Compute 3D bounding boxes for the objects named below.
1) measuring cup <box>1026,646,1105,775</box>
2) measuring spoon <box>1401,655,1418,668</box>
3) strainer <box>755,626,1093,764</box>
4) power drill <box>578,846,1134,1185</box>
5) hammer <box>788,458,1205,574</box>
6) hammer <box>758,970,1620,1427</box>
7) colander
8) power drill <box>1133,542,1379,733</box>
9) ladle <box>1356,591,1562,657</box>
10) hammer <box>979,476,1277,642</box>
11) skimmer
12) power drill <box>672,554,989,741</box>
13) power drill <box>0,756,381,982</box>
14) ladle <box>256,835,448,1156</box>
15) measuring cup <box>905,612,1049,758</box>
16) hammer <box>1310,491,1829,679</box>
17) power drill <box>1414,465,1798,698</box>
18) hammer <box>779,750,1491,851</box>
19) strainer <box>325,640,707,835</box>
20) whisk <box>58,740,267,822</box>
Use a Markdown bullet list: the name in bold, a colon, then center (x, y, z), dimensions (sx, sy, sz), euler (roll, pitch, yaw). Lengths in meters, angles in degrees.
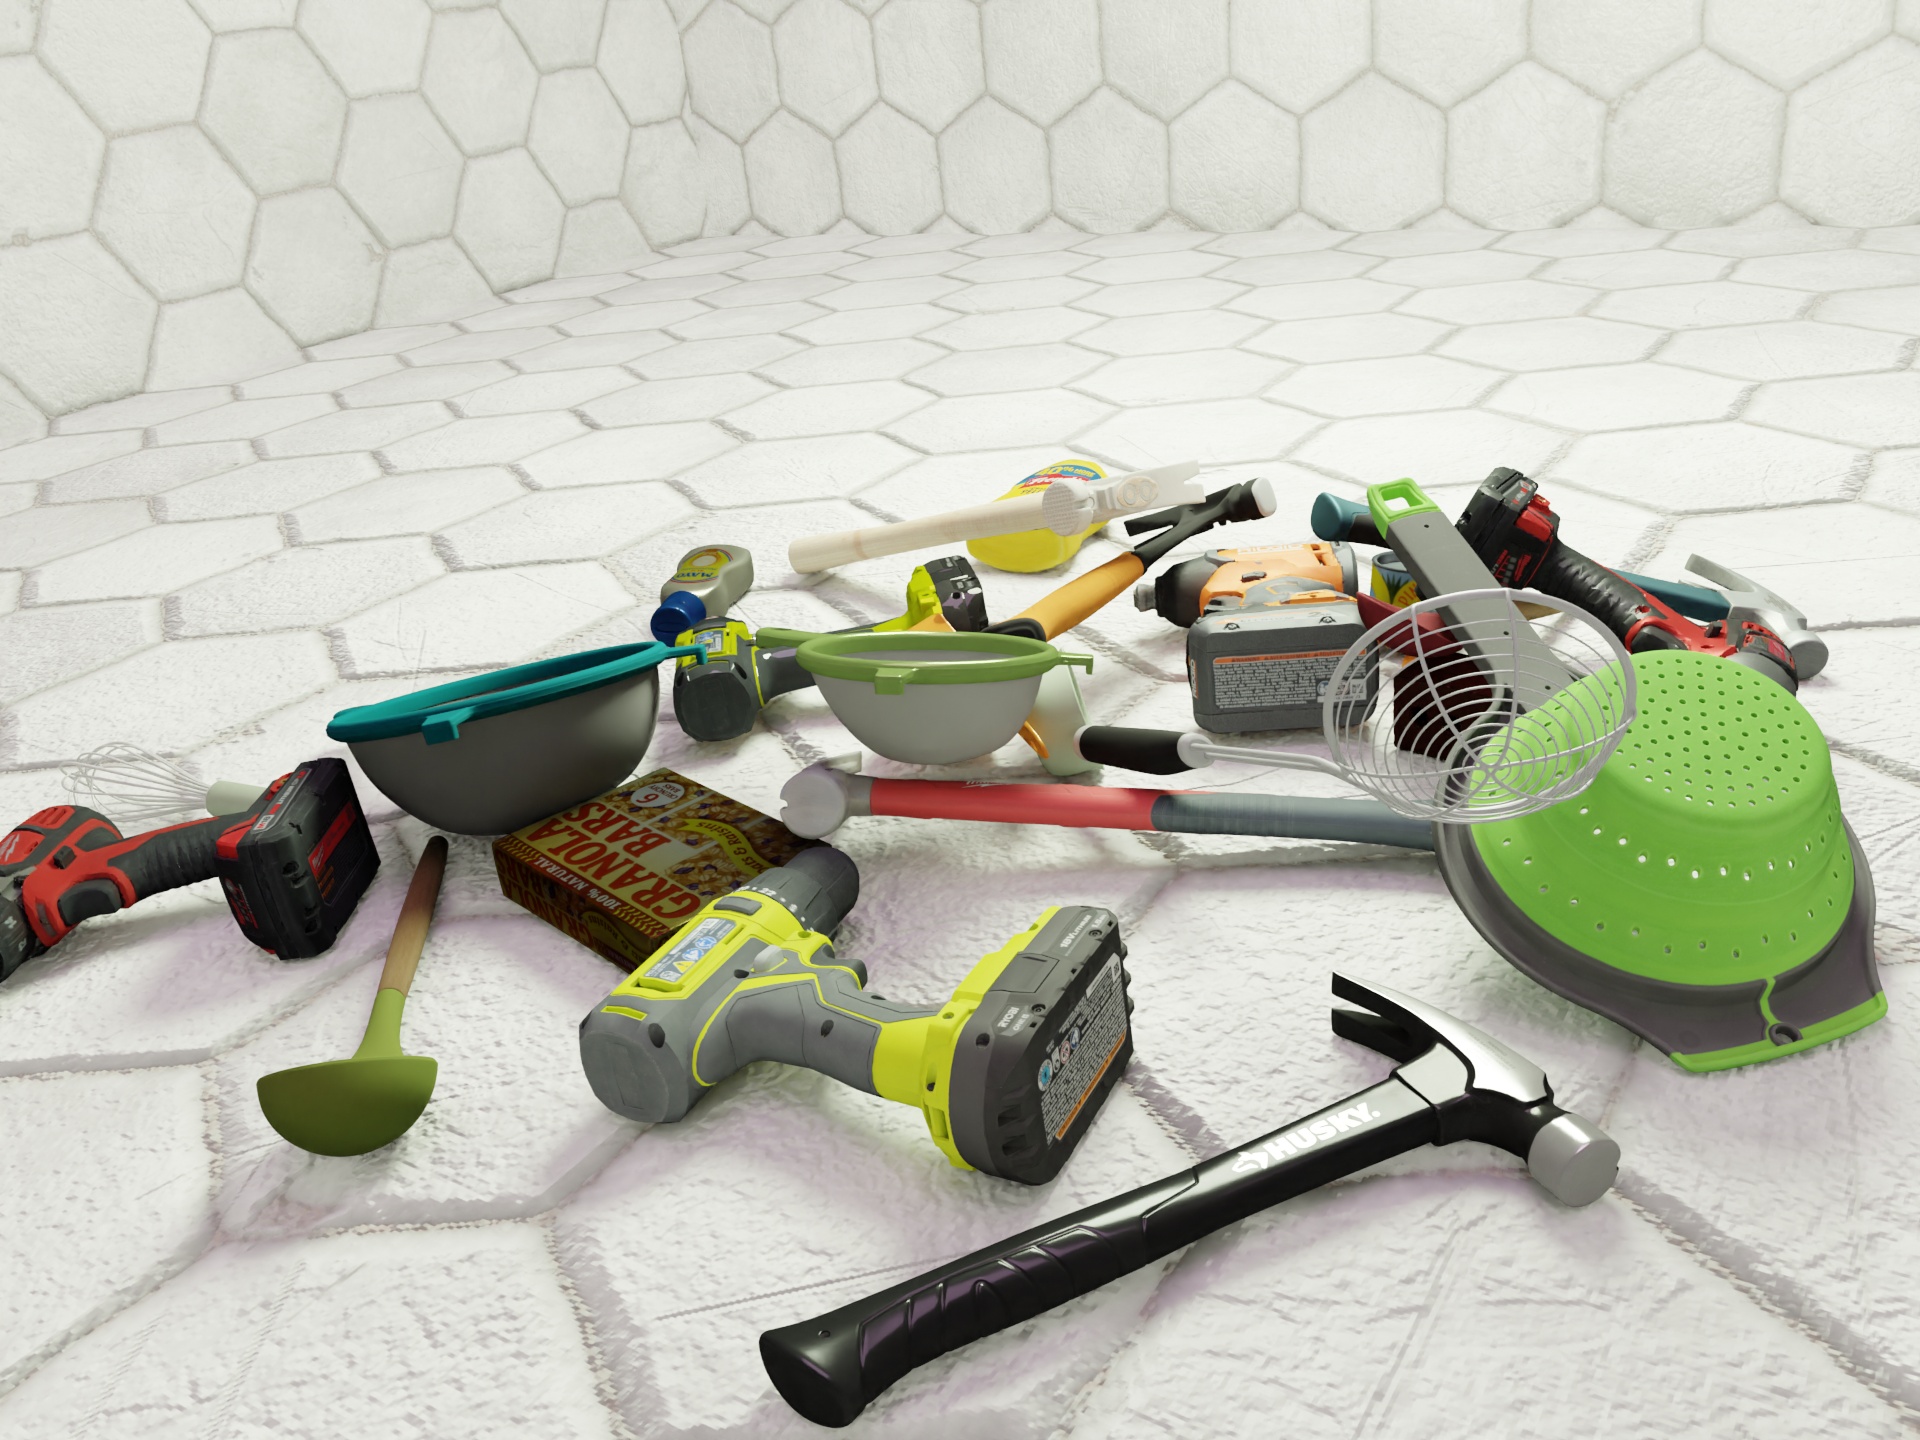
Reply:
- **measuring cup**: center (0.062, -0.009, 1.044), dimensions (0.038, 0.083, 0.167), euler (-19, 8, 5)
- **measuring spoon**: center (0.306, -0.028, 1.070), dimensions (0.021, 0.011, 0.117), euler (2, 25, 17)
- **strainer**: center (-0.051, -0.017, 0.955), dimensions (0.151, 0.069, 0.256), euler (-7, 11, -37)
- **power drill**: center (-0.039, 0.126, 0.753), dimensions (0.228, 0.080, 0.190), euler (5, 27, 29)
- **hammer**: center (0.002, -0.154, 1.258), dimensions (0.146, 0.038, 0.411), euler (-17, 9, -38)
- **hammer**: center (0.082, 0.192, 0.632), dimensions (0.334, 0.035, 0.146), euler (-16, 27, -20)
- **colander**: center (0.309, -0.023, 0.793), dimensions (0.204, 0.094, 0.398), euler (-13, 49, -10)
- **power drill**: center (0.202, -0.066, 1.103), dimensions (0.164, 0.084, 0.227), euler (-4, 21, 8)
- **ladle**: center (0.348, -0.071, 1.051), dimensions (0.069, 0.031, 0.315), euler (37, 29, 32)
- **hammer**: center (0.104, -0.102, 1.117), dimensions (0.127, 0.034, 0.337), euler (-15, 12, 38)
- **skimmer**: center (0.167, -0.006, 0.801), dimensions (0.090, 0.127, 0.363), euler (-59, 21, -12)
- **power drill**: center (-0.095, -0.055, 1.153), dimensions (0.223, 0.080, 0.171), euler (-11, 21, -4)
- **power drill**: center (-0.473, 0.101, 0.912), dimensions (0.226, 0.080, 0.188), euler (-8, 25, 3)
- **ladle**: center (-0.301, 0.124, 0.844), dimensions (0.078, 0.062, 0.320), euler (-7, 22, -7)
- **measuring cup**: center (-0.002, -0.003, 1.004), dimensions (0.052, 0.095, 0.174), euler (-29, 31, -10)
- **hammer**: center (0.401, -0.102, 1.074), dimensions (0.331, 0.033, 0.128), euler (14, 27, 1)
- **power drill**: center (0.394, -0.060, 0.955), dimensions (0.220, 0.078, 0.143), euler (33, 28, 13)
- **hammer**: center (0.101, 0.049, 0.909), dimensions (0.386, 0.038, 0.143), euler (3, 5, 9)
- **strainer**: center (-0.322, 0.023, 1.043), dimensions (0.340, 0.095, 0.211), euler (-5, 12, 46)
- **whisk**: center (-0.502, 0.052, 1.063), dimensions (0.246, 0.059, 0.058), euler (7, 65, 19)
